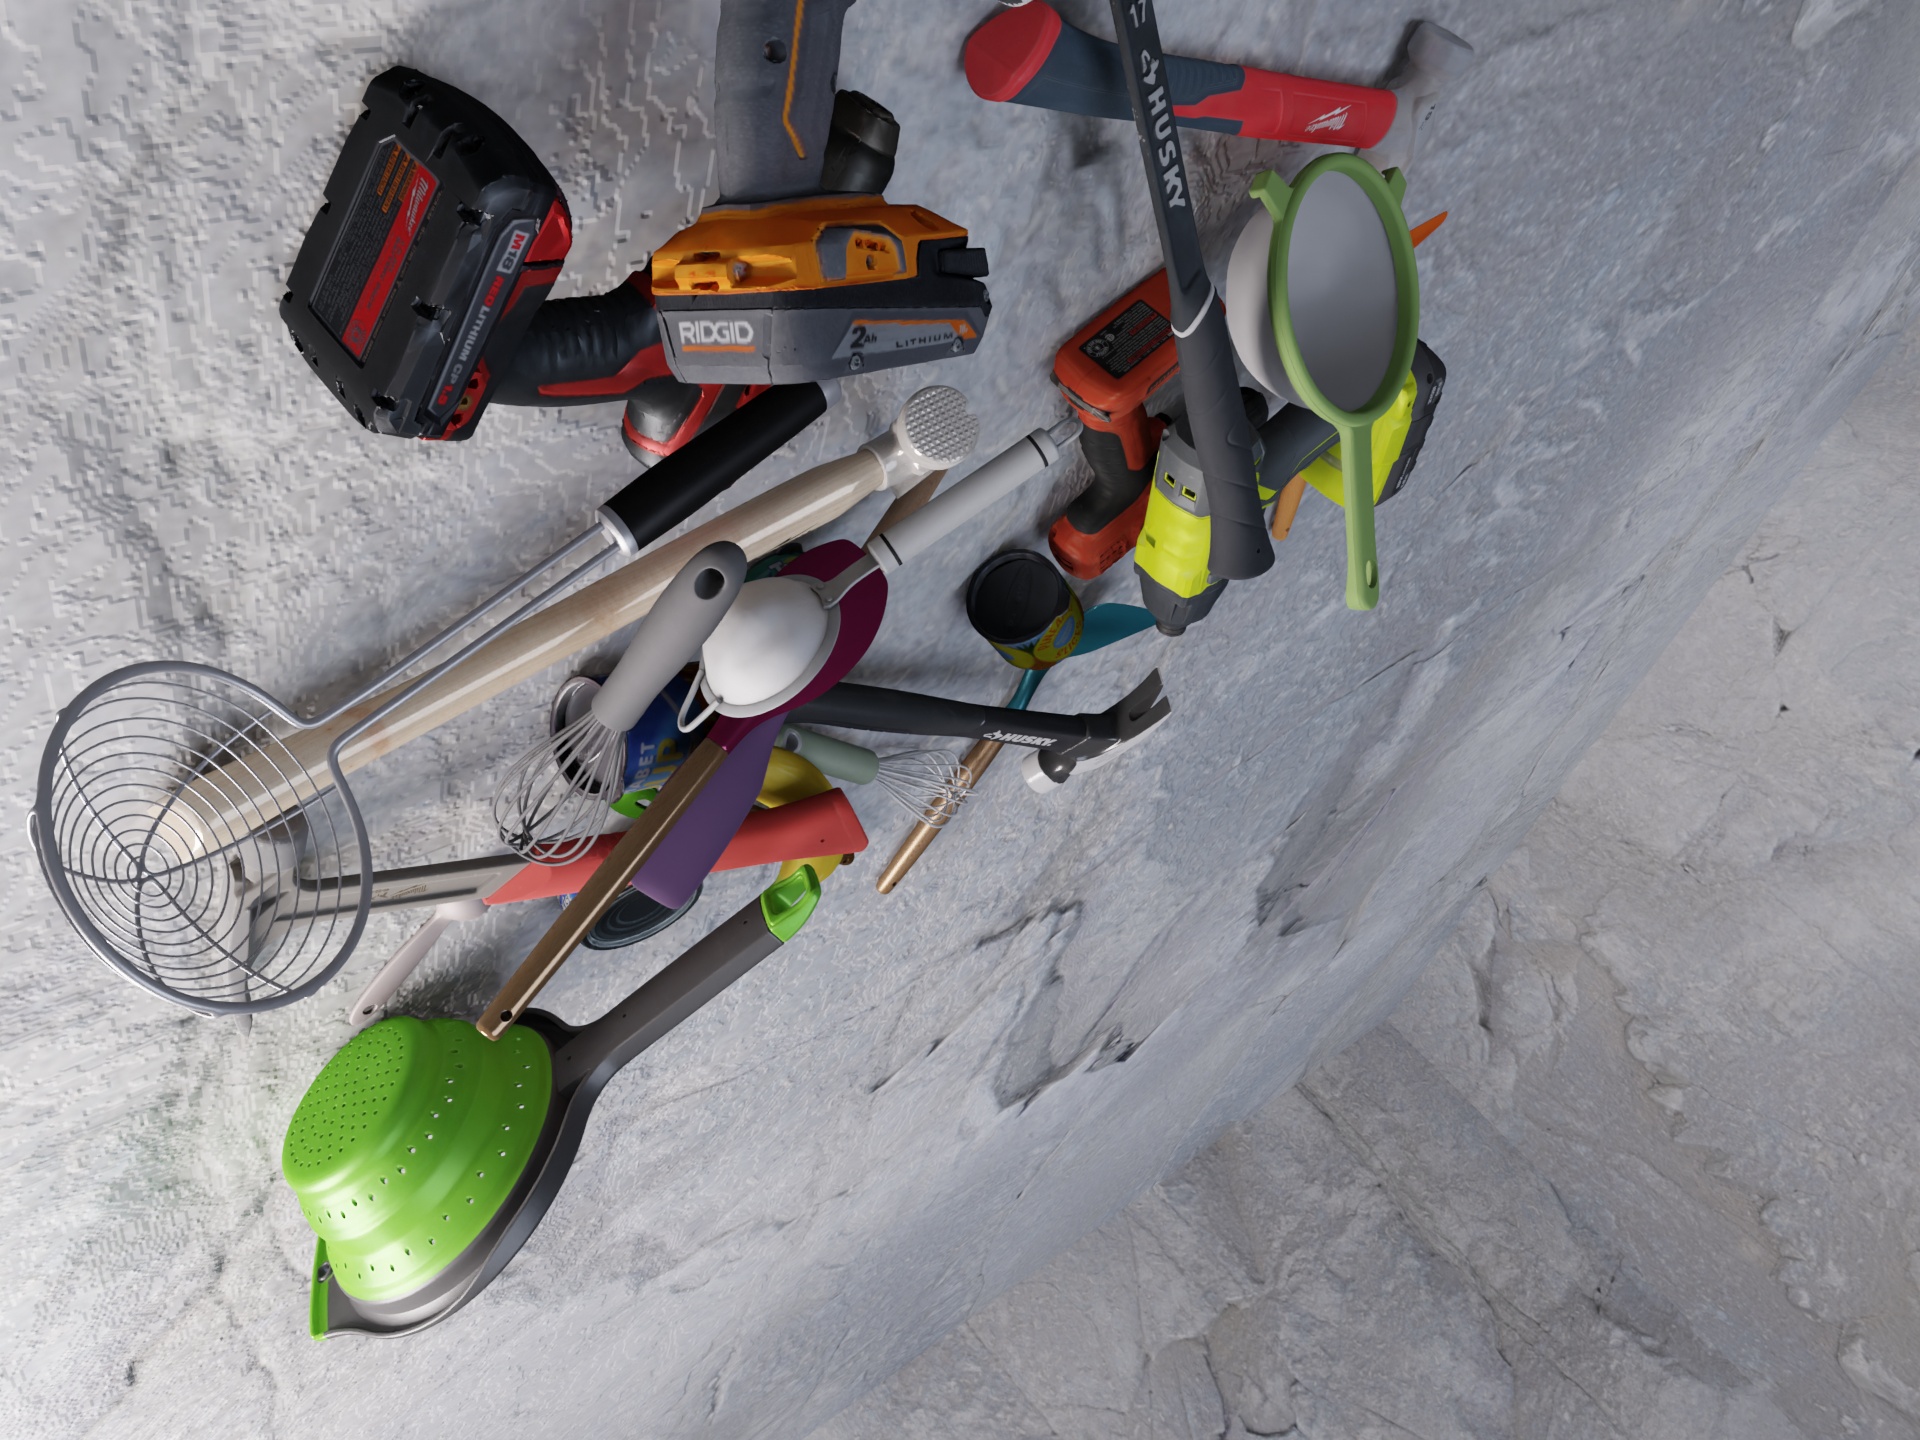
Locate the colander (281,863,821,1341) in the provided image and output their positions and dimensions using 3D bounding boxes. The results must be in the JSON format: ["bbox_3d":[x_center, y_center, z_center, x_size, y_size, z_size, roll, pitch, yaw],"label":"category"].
[{"bbox_3d":[-0.256,0.190,0.911,0.397,0.205,0.094,-38,123,7],"label":"colander"}]

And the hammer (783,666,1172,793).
[{"bbox_3d":[-0.002,-0.003,1.049,0.334,0.035,0.146,8,150,-45],"label":"hammer"}]

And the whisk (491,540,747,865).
[{"bbox_3d":[-0.158,-0.003,0.741,0.055,0.055,0.239,-12,154,-47],"label":"whisk"}]

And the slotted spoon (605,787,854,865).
[{"bbox_3d":[-0.136,0.063,1.044,0.070,0.031,0.313,-41,156,6],"label":"slotted spoon"}]

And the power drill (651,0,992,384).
[{"bbox_3d":[-0.046,-0.243,0.570,0.164,0.084,0.226,-25,117,-48],"label":"power drill"}]

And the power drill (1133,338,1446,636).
[{"bbox_3d":[0.205,-0.157,1.035,0.223,0.080,0.171,-34,150,-27],"label":"power drill"}]

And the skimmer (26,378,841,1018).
[{"bbox_3d":[-0.167,-0.040,0.600,0.363,0.090,0.127,-41,111,-25],"label":"skimmer"}]

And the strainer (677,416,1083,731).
[{"bbox_3d":[-0.047,-0.082,0.806,0.258,0.087,0.050,-34,137,-2],"label":"strainer"}]

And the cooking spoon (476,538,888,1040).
[{"bbox_3d":[-0.142,0.034,0.829,0.068,0.017,0.319,44,74,-26],"label":"cooking spoon"}]

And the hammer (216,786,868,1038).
[{"bbox_3d":[-0.215,0.087,0.882,0.359,0.037,0.149,-6,136,-34],"label":"hammer"}]

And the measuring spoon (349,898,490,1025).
[{"bbox_3d":[-0.310,0.136,0.916,0.124,0.018,0.034,-47,154,10],"label":"measuring spoon"}]

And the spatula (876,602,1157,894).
[{"bbox_3d":[0.029,0.024,1.198,0.082,0.044,0.317,6,127,-50],"label":"spatula"}]

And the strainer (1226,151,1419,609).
[{"bbox_3d":[0.204,-0.191,0.921,0.151,0.069,0.256,-20,109,-43],"label":"strainer"}]

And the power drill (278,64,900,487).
[{"bbox_3d":[-0.129,-0.185,0.636,0.226,0.080,0.188,-4,134,-56],"label":"power drill"}]

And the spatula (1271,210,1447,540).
[{"bbox_3d":[0.271,-0.236,1.159,0.081,0.041,0.322,-32,153,-22],"label":"spatula"}]

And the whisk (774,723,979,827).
[{"bbox_3d":[-0.062,0.033,1.089,0.246,0.059,0.058,21,76,-57],"label":"whisk"}]

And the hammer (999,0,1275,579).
[{"bbox_3d":[0.116,-0.228,0.801,0.149,0.036,0.408,-44,138,-21],"label":"hammer"}]

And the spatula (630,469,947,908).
[{"bbox_3d":[-0.084,-0.038,0.874,0.316,0.018,0.059,-57,134,-11],"label":"spatula"}]

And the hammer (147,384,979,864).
[{"bbox_3d":[-0.184,-0.047,0.768,0.410,0.038,0.146,-30,-174,-13],"label":"hammer"}]

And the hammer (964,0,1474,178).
[{"bbox_3d":[0.139,-0.319,0.855,0.386,0.038,0.143,-15,144,-44],"label":"hammer"}]
